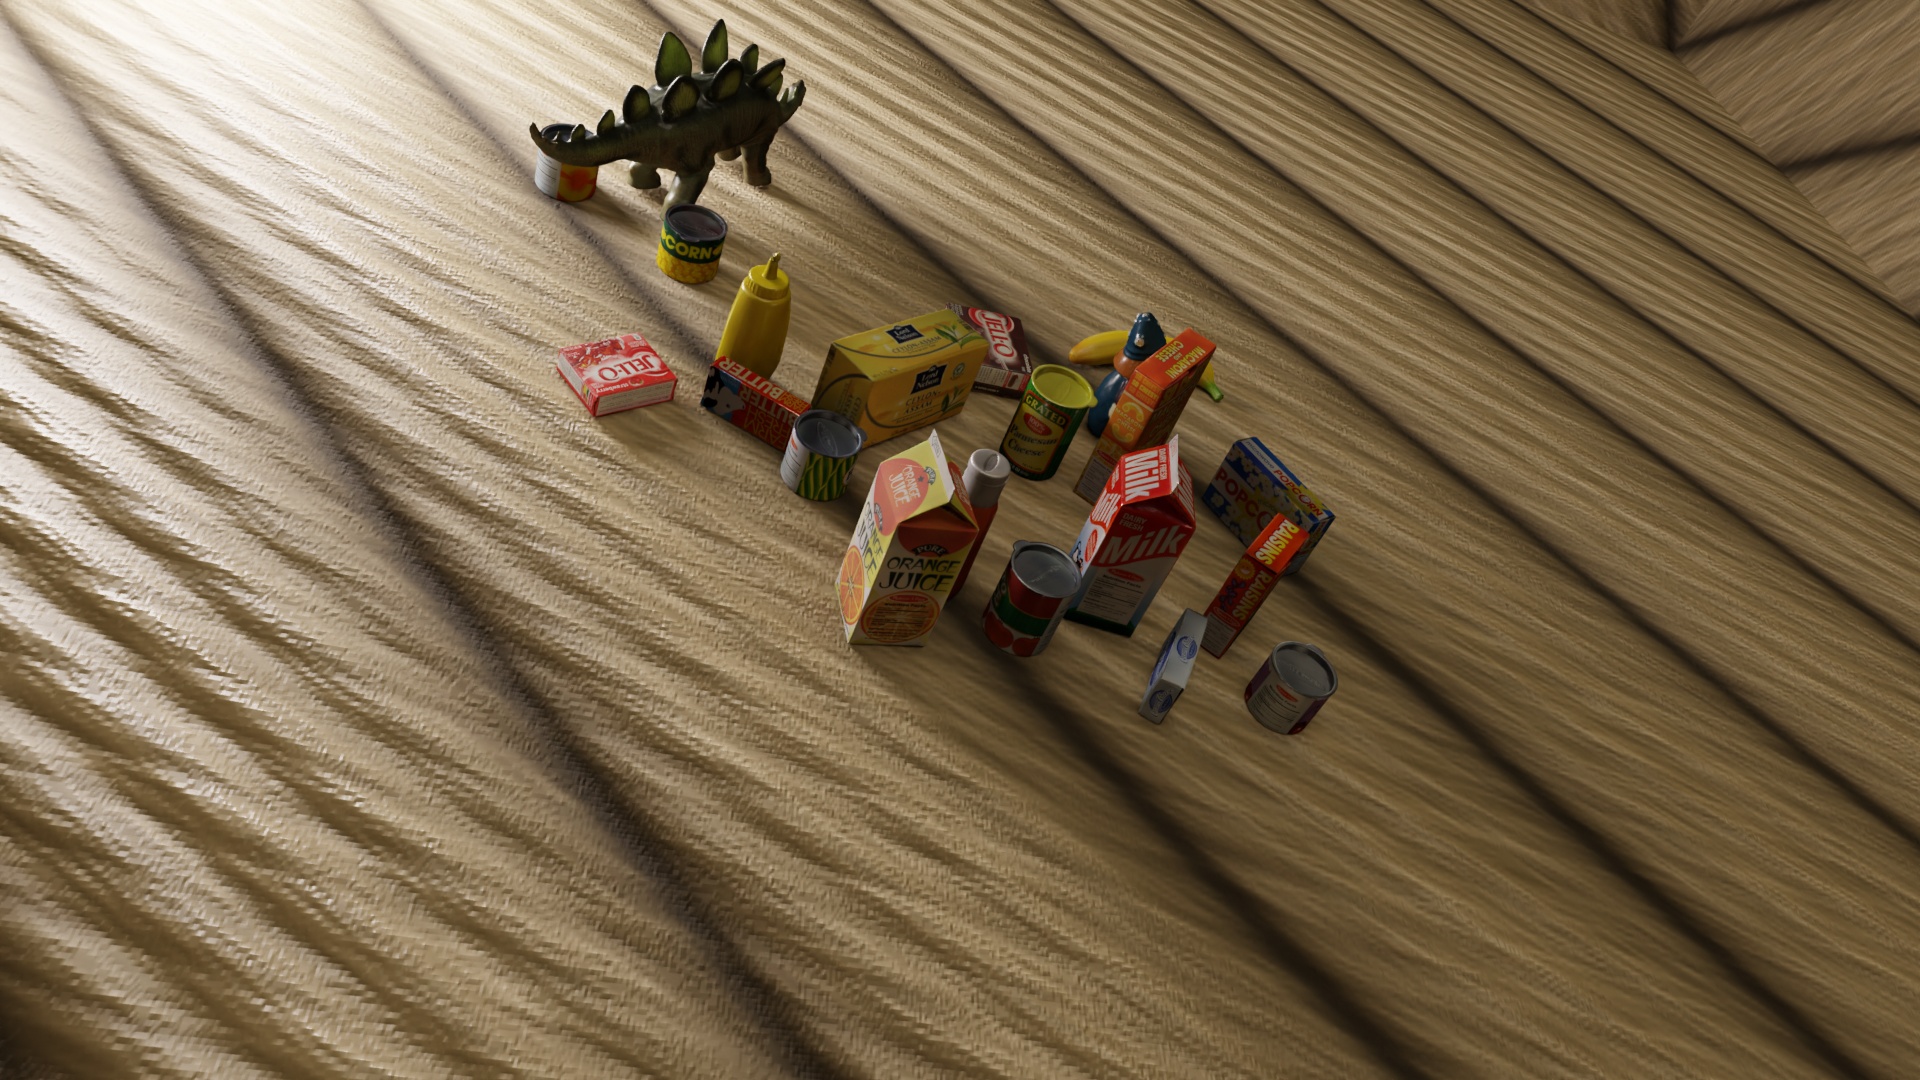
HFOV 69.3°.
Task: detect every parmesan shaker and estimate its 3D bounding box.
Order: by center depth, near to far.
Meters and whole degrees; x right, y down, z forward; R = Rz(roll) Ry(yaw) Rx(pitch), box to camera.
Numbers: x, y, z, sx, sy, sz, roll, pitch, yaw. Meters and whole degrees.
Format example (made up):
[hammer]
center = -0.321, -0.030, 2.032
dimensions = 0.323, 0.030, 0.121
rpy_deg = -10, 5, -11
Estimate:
[parmesan shaker]
center = 0.088, -0.117, 1.412
dimensions = 0.071, 0.102, 0.072
rpy_deg = 13, 42, -12

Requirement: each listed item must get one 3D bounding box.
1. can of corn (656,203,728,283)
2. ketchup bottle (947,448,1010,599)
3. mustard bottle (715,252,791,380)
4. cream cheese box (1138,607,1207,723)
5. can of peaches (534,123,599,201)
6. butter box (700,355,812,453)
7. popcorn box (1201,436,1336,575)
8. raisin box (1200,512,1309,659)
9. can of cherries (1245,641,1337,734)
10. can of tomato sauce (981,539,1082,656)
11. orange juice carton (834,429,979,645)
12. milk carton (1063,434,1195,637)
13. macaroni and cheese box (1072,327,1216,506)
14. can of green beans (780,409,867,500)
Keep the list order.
[can of corn]
center = -0.286, -0.313, 1.475
dimensions = 0.071, 0.058, 0.071
rpy_deg = 13, 42, -12
[ketchup bottle]
center = 0.004, -0.015, 1.230
dimensions = 0.043, 0.148, 0.065
rpy_deg = 27, 41, 3
[mustard bottle]
center = -0.194, -0.215, 1.338
dimensions = 0.049, 0.159, 0.065
rpy_deg = 35, 42, 12
[cream cheese box]
center = 0.193, 0.113, 1.256
dimensions = 0.024, 0.053, 0.104
rpy_deg = 27, 41, 3
[can of peaches]
center = -0.425, -0.411, 1.513
dimensions = 0.071, 0.057, 0.071
rpy_deg = 13, 42, -12
[butter box]
center = -0.195, -0.129, 1.328
dimensions = 0.103, 0.052, 0.024
rpy_deg = 30, 41, 6
[popcorn box]
center = 0.319, -0.035, 1.448
dimensions = 0.038, 0.084, 0.127
rpy_deg = -16, 55, -37
[raisin box]
center = 0.273, 0.044, 1.315
dimensions = 0.040, 0.122, 0.086
rpy_deg = 37, 42, 14
[can of cherries]
center = 0.306, 0.135, 1.283
dimensions = 0.071, 0.058, 0.072
rpy_deg = 13, 42, -12
[can of tomato sauce]
center = 0.061, 0.052, 1.236
dimensions = 0.071, 0.082, 0.071
rpy_deg = 13, 42, -12
[orange juice carton]
center = -0.042, 0.001, 1.158
dimensions = 0.073, 0.191, 0.072
rpy_deg = 4, 45, -22
[milk carton]
center = 0.158, -0.006, 1.262
dimensions = 0.073, 0.189, 0.073
rpy_deg = 17, 41, -9
[macaroni and cheese box]
center = 0.189, -0.123, 1.418
dimensions = 0.040, 0.165, 0.124
rpy_deg = 37, 42, 14
[can of green beans]
center = -0.130, -0.079, 1.303
dimensions = 0.071, 0.057, 0.071
rpy_deg = 13, 42, -12
